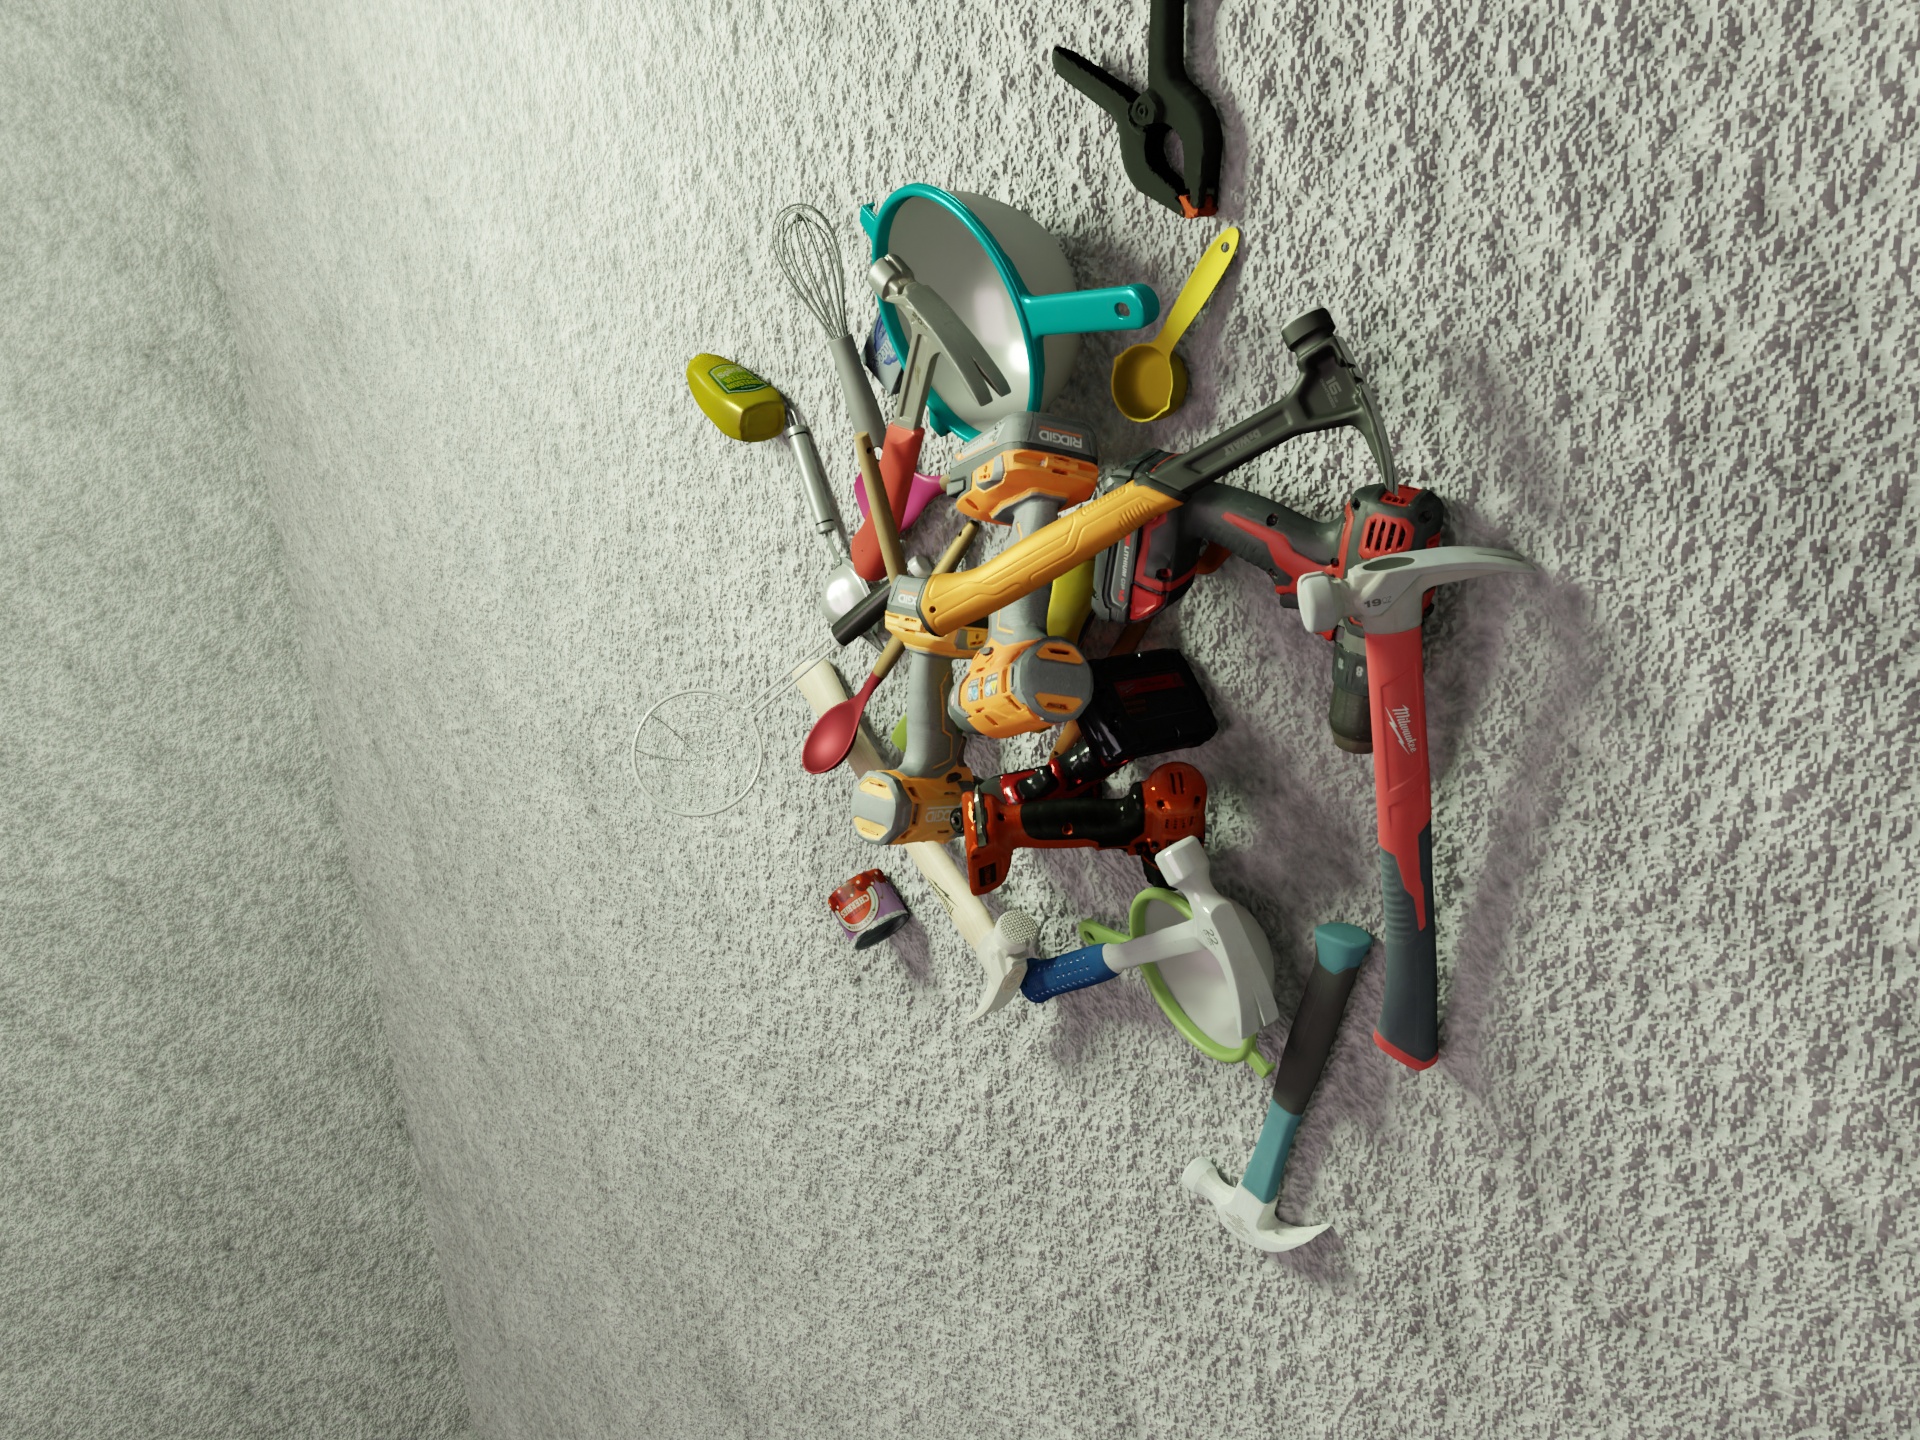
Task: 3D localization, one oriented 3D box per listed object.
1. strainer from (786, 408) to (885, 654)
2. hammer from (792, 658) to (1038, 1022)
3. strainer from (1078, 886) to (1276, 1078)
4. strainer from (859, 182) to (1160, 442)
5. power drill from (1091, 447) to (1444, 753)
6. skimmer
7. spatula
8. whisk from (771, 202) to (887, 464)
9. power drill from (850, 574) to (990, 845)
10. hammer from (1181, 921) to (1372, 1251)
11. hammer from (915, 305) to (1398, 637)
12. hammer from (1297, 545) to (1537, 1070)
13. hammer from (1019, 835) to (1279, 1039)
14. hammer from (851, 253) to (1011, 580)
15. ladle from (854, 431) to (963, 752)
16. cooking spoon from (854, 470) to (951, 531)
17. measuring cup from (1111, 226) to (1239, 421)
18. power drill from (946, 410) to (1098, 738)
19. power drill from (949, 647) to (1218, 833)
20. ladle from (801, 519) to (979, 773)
[{"bbox_3d":[-0.130,-0.179,1.540,0.087,0.050,0.258,-24,82,66],"label":"strainer"},{"bbox_3d":[-0.059,0.098,1.538,0.411,0.038,0.146,54,144,30],"label":"hammer"},{"bbox_3d":[0.182,0.185,1.300,0.256,0.069,0.151,10,123,66],"label":"strainer"},{"bbox_3d":[0.060,-0.312,1.176,0.341,0.095,0.210,17,133,57],"label":"strainer"},{"bbox_3d":[0.209,-0.085,1.096,0.227,0.080,0.187,17,120,24],"label":"power drill"},{"bbox_3d":[-0.169,-0.037,1.512,0.363,0.090,0.127,-37,89,30],"label":"skimmer"},{"bbox_3d":[0.130,-0.064,1.262,0.081,0.041,0.322,42,136,14],"label":"spatula"},{"bbox_3d":[-0.108,-0.333,1.395,0.055,0.055,0.238,2,117,50],"label":"whisk"},{"bbox_3d":[-0.002,-0.004,1.376,0.084,0.185,0.226,15,99,38],"label":"power drill"},{"bbox_3d":[0.262,0.292,1.259,0.128,0.033,0.330,37,131,37],"label":"hammer"},{"bbox_3d":[0.116,-0.134,1.052,0.337,0.034,0.127,-27,81,23],"label":"hammer"},{"bbox_3d":[0.315,0.070,1.071,0.038,0.143,0.386,-93,-7,-64],"label":"hammer"},{"bbox_3d":[0.130,0.197,1.287,0.144,0.035,0.405,63,158,5],"label":"hammer"},{"bbox_3d":[-0.045,-0.217,1.336,0.149,0.037,0.358,53,156,17],"label":"hammer"},{"bbox_3d":[-0.054,-0.104,1.393,0.062,0.078,0.319,26,138,49],"label":"ladle"},{"bbox_3d":[0.004,-0.209,1.377,0.319,0.017,0.068,-2,110,52],"label":"cooking spoon"},{"bbox_3d":[0.164,-0.285,1.151,0.062,0.029,0.156,49,126,26],"label":"measuring cup"},{"bbox_3d":[0.037,-0.099,1.192,0.164,0.084,0.226,-19,67,62],"label":"power drill"},{"bbox_3d":[0.090,0.034,1.273,0.219,0.143,0.079,-45,62,47],"label":"power drill"},{"bbox_3d":[-0.064,-0.063,1.471,0.315,0.031,0.069,-55,36,32],"label":"ladle"}]
